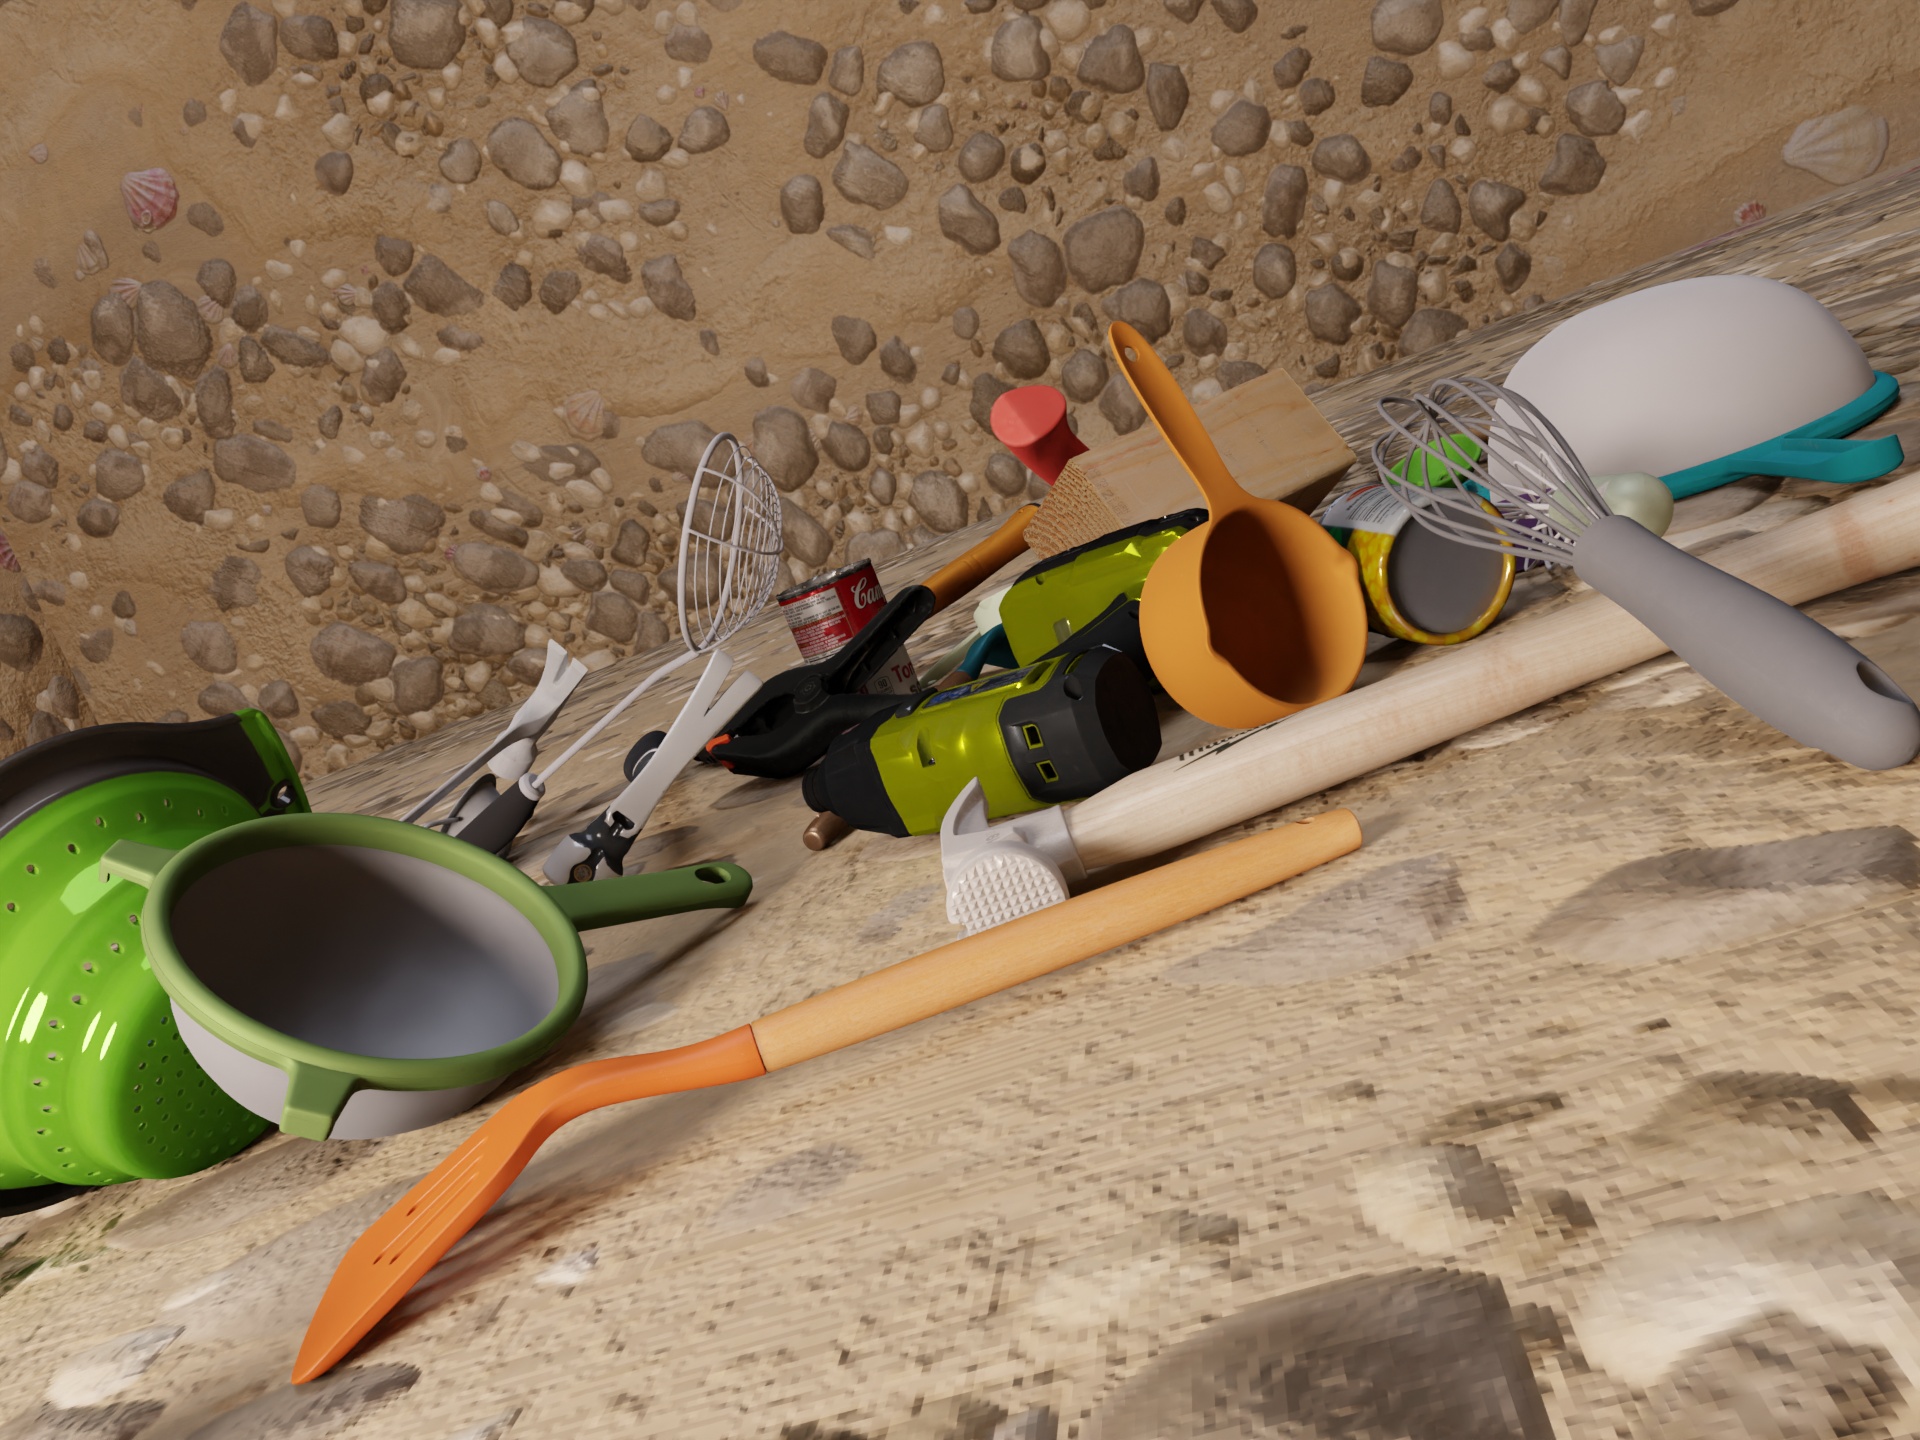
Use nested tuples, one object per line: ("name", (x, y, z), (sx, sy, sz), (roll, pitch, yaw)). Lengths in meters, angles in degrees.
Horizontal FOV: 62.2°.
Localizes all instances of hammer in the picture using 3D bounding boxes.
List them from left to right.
("hammer", (-0.376, 0.075, 1.034), (0.144, 0.035, 0.406), (-49, 2, 35))
("hammer", (-0.194, 0.026, 1.008), (0.149, 0.036, 0.409), (-53, 9, -6))
("hammer", (-0.055, -0.071, 1.197), (0.337, 0.034, 0.127), (-36, 14, -23))
("hammer", (0.079, -0.164, 1.124), (0.149, 0.037, 0.359), (-39, -13, 12))
("hammer", (0.188, -0.020, 0.539), (0.410, 0.038, 0.146), (-21, 8, 3))

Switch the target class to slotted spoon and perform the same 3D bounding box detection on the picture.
("slotted spoon", (0.247, -0.118, 0.969), (0.070, 0.031, 0.314), (-13, 15, 41))

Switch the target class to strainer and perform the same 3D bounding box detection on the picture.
("strainer", (-0.183, 0.098, 0.611), (0.152, 0.069, 0.256), (37, 24, 30))
("strainer", (-0.334, 0.076, 1.146), (0.258, 0.050, 0.087), (-148, 83, -85))
("strainer", (0.362, -0.167, 0.781), (0.211, 0.095, 0.340), (-20, 8, 9))

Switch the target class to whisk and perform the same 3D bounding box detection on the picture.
("whisk", (0.246, -0.083, 0.630), (0.059, 0.058, 0.246), (8, 9, 11))
("whisk", (0.191, -0.052, 0.473), (0.055, 0.055, 0.239), (-22, 33, -4))

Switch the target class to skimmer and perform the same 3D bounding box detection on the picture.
("skimmer", (-0.238, -0.019, 0.962), (0.363, 0.090, 0.127), (-41, 7, 14))

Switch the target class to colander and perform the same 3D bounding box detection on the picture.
("colander", (-0.355, 0.160, 0.570), (0.094, 0.204, 0.397), (20, 46, 21))

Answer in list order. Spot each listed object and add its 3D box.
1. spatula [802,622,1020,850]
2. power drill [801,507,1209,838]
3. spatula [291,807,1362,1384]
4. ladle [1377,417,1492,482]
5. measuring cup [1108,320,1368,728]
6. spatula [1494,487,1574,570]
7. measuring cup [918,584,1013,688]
("spatula", (-0.001, -0.003, 0.876), (0.082, 0.044, 0.317), (-34, 7, 34))
("power drill", (0.039, -0.019, 0.744), (0.171, 0.080, 0.223), (-15, 15, 36))
("spatula", (-0.031, 0.092, 0.449), (0.322, 0.041, 0.081), (-19, 10, -9))
("ladle", (0.401, -0.200, 1.073), (0.078, 0.062, 0.320), (-27, 4, -29))
("measuring cup", (0.094, -0.076, 0.645), (0.095, 0.173, 0.052), (-31, 1, -34))
("spatula", (0.175, -0.060, 0.821), (0.316, 0.018, 0.060), (-18, 36, 29))
("measuring cup", (0.024, -0.045, 1.053), (0.083, 0.038, 0.167), (-10, -19, -42))
